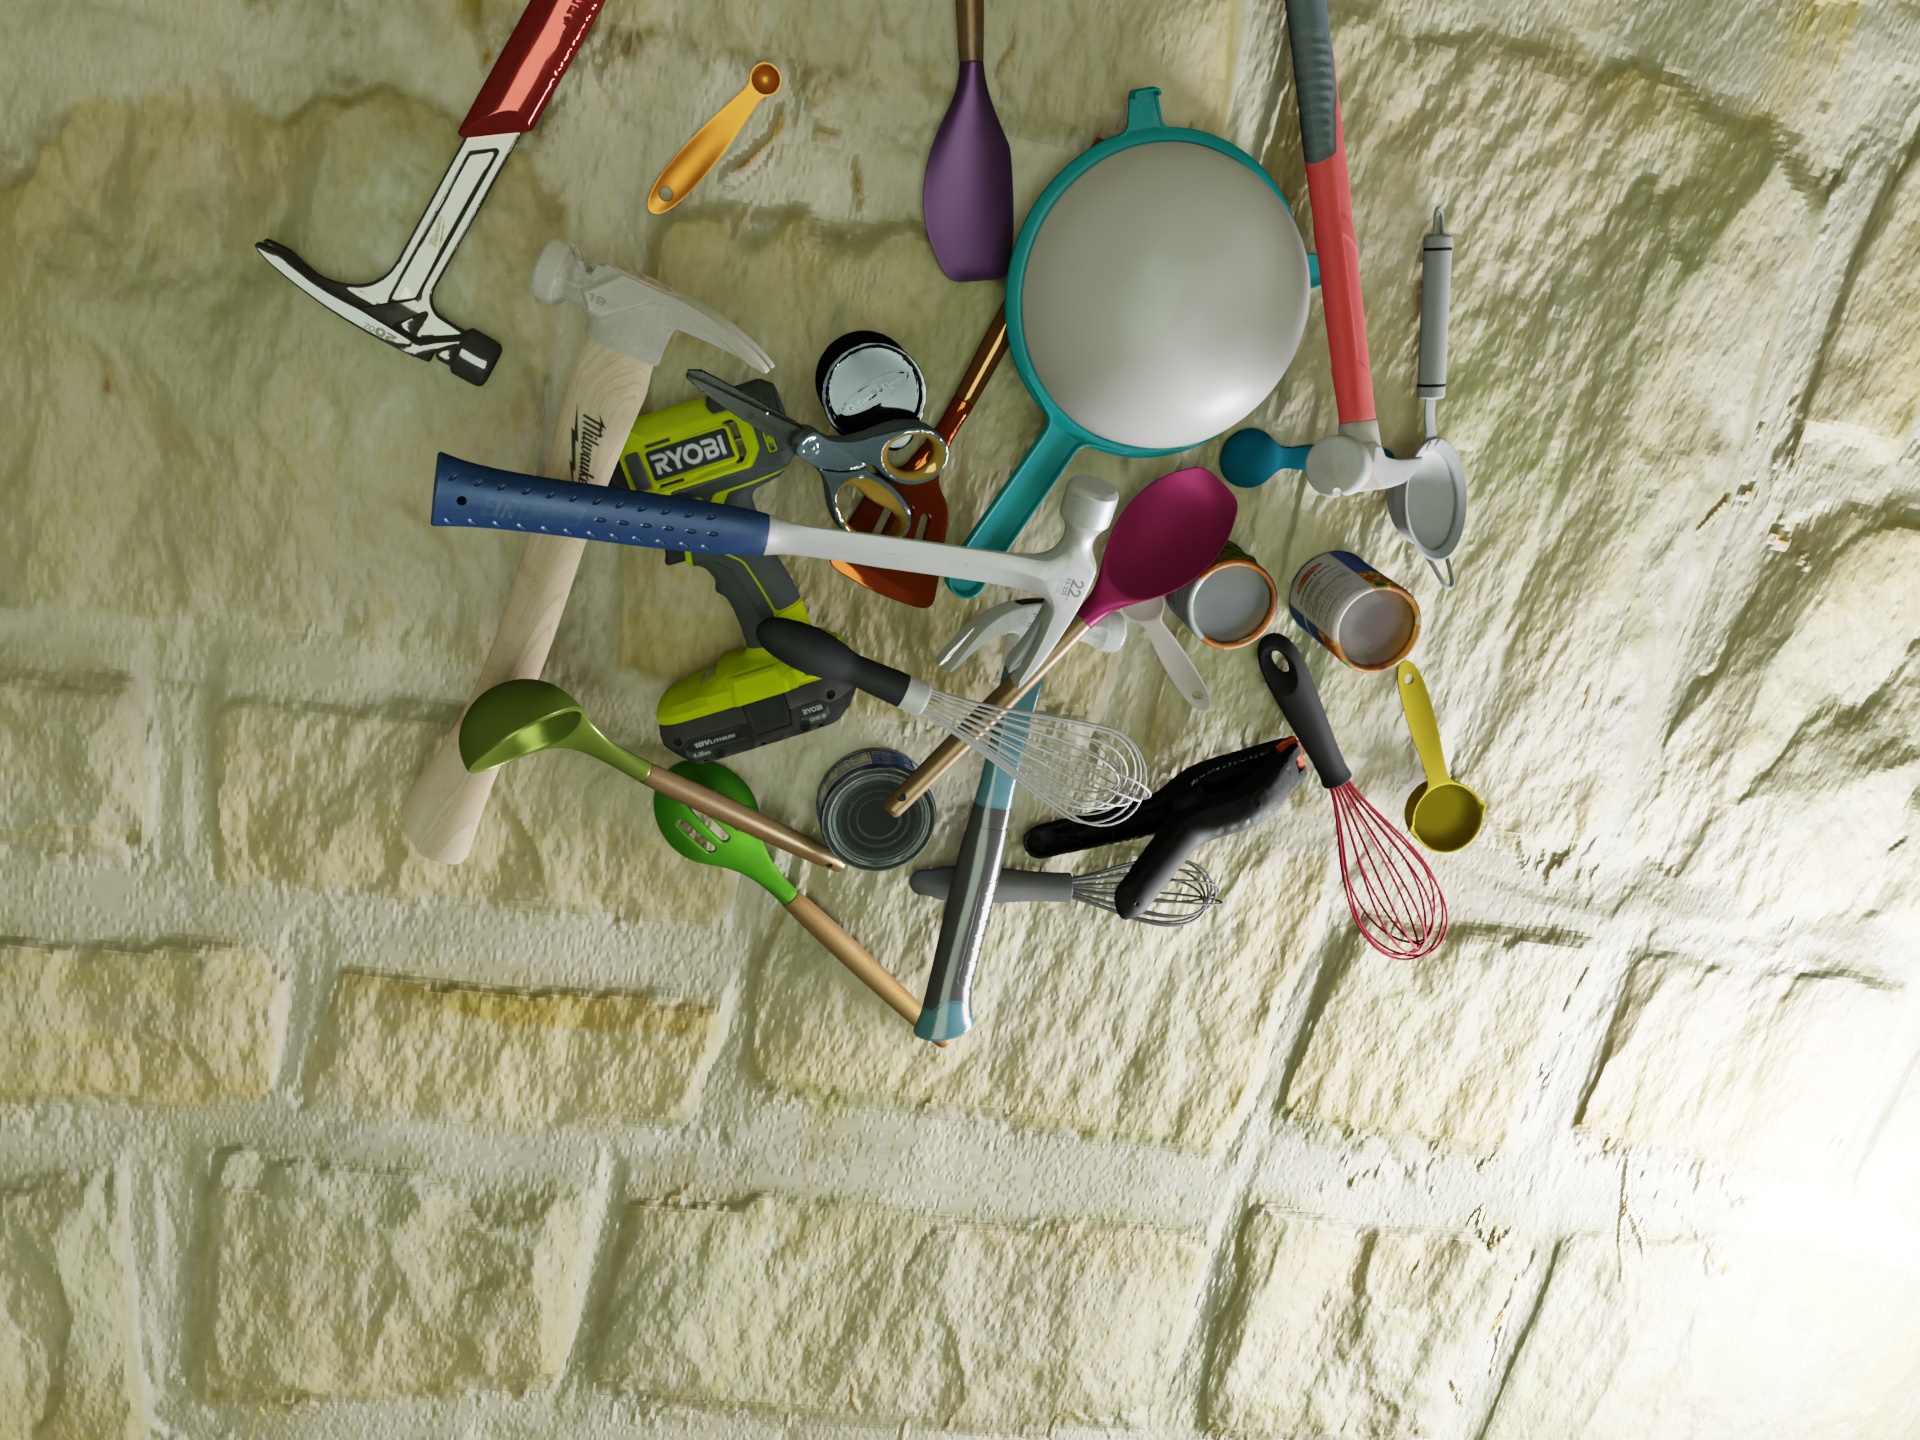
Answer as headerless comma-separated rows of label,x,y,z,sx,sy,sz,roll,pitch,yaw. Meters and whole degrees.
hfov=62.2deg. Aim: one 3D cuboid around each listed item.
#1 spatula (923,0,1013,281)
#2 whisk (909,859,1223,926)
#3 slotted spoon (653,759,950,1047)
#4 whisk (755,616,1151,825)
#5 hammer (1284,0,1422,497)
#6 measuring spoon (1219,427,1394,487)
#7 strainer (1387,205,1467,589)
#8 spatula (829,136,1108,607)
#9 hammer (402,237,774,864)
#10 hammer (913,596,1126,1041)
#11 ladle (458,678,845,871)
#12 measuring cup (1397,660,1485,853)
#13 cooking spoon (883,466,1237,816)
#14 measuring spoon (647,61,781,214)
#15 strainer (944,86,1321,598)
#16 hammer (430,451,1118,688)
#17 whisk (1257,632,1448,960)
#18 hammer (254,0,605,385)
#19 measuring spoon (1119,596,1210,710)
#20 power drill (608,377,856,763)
spatula,0.004,-0.430,0.971,0.059,0.018,0.315,-6,113,-12
whisk,0.080,0.127,1.192,0.239,0.055,0.055,3,111,-7
slotted spoon,-0.107,0.146,1.177,0.070,0.031,0.313,-42,114,3
whisk,-0.002,-0.003,1.037,0.284,0.070,0.070,24,106,-13
hammer,0.235,-0.337,0.998,0.038,0.143,0.386,-4,98,32
measuring spoon,0.245,-0.181,1.110,0.128,0.021,0.042,-2,112,-9
strainer,0.324,-0.220,1.099,0.087,0.050,0.258,-17,112,-43
spatula,0.017,-0.229,1.041,0.081,0.041,0.322,24,105,-22
hammer,-0.255,-0.080,1.000,0.146,0.038,0.410,24,111,-4
hammer,0.021,0.074,1.134,0.128,0.033,0.331,8,102,-22
ladle,-0.189,0.054,1.056,0.078,0.062,0.319,-32,138,27
measuring cup,0.355,0.026,1.216,0.062,0.029,0.156,-19,102,-3
cooking spoon,0.064,-0.050,1.080,0.319,0.017,0.069,-45,88,-1
measuring spoon,-0.153,-0.357,0.979,0.021,0.011,0.117,40,104,-22
strainer,0.104,-0.211,1.012,0.210,0.095,0.340,33,96,-26
hammer,-0.109,-0.106,0.967,0.405,0.035,0.144,6,121,-19
whisk,0.292,0.060,1.198,0.073,0.073,0.295,-29,108,2
hammer,-0.264,-0.384,0.933,0.149,0.037,0.359,30,104,-19
measuring spoon,0.151,-0.056,1.149,0.034,0.018,0.124,-17,124,29
power drill,-0.170,-0.094,1.046,0.171,0.080,0.223,-17,110,2
